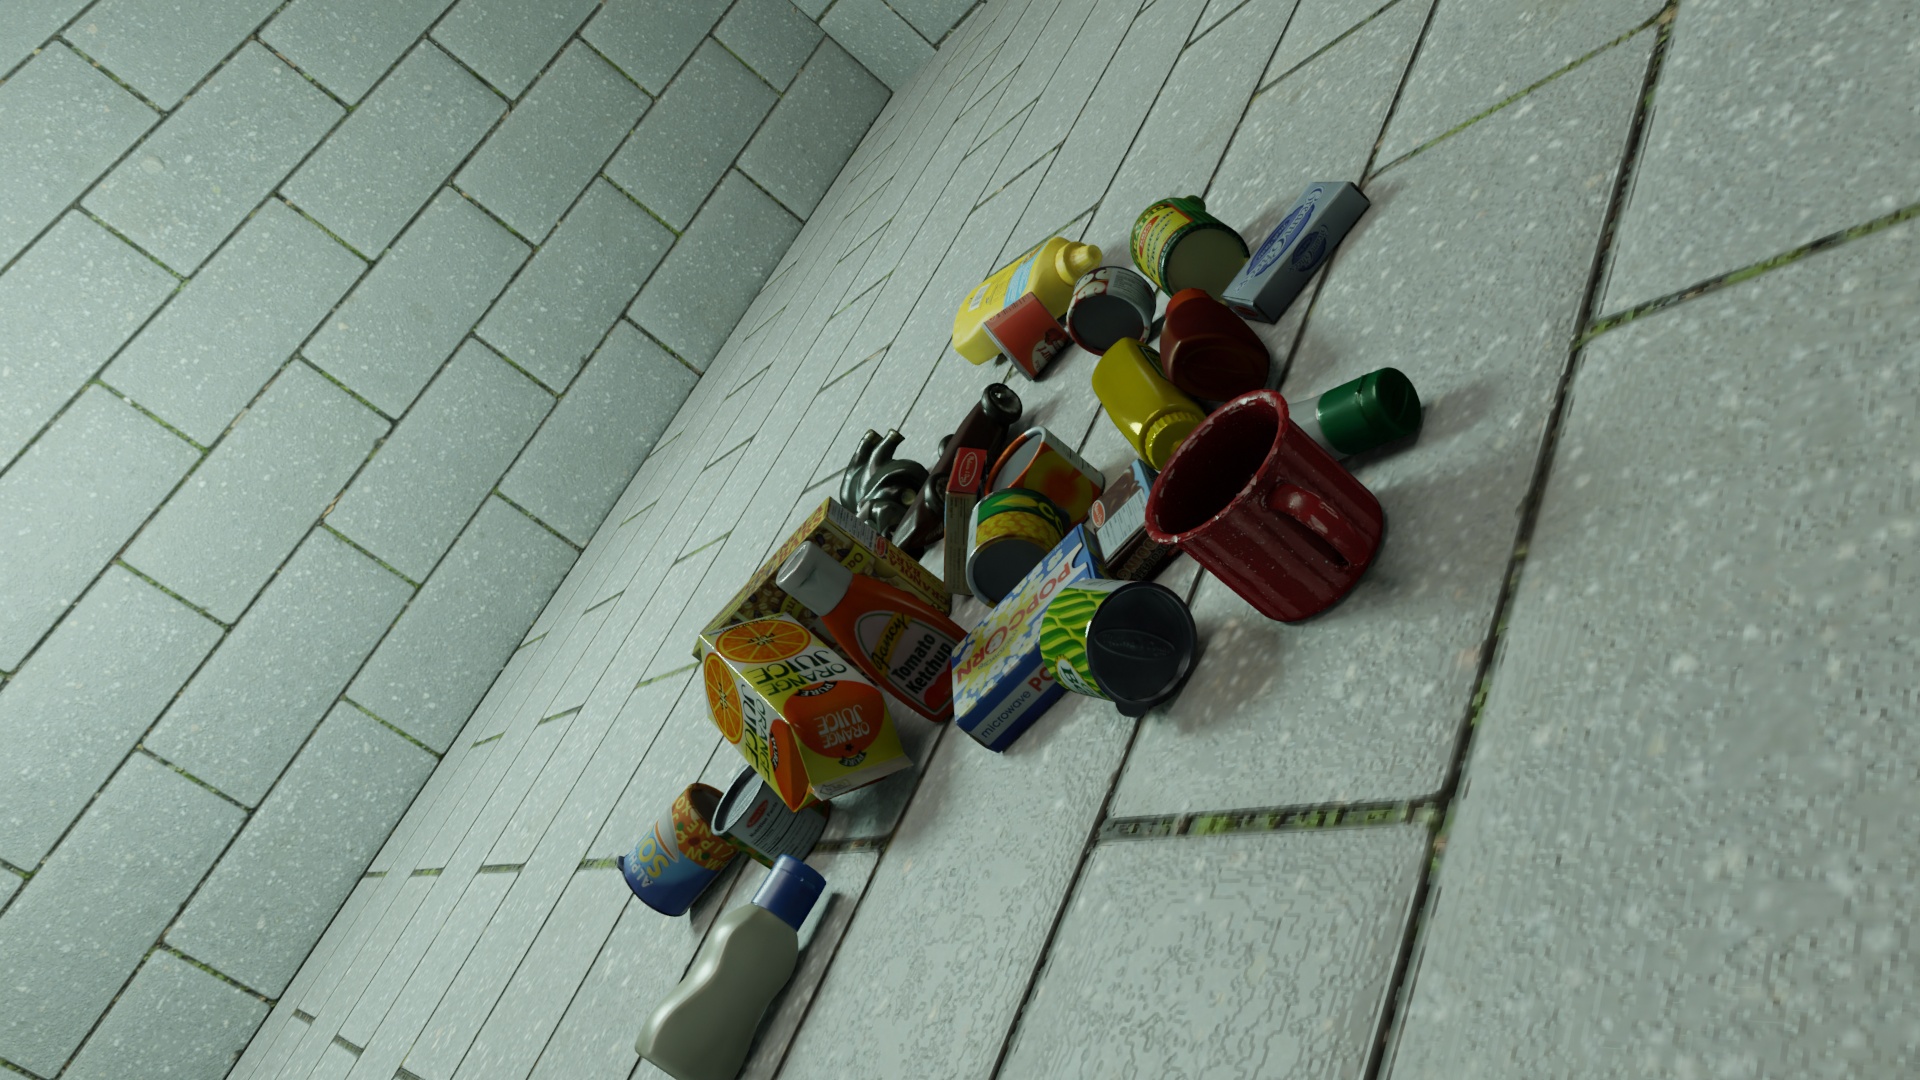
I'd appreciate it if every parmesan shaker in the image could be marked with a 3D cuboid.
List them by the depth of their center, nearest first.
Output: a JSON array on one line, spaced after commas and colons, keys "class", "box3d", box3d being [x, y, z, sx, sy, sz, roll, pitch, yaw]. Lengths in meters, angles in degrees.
[{"class": "parmesan shaker", "box3d": [0.169, -0.214, 1.023, 0.071, 0.071, 0.103, -48, 19, 13]}]

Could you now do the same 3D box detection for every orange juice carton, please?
[{"class": "orange juice carton", "box3d": [-0.110, 0.124, 0.970, 0.072, 0.072, 0.193, -15, 27, -29]}]

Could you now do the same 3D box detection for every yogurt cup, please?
[{"class": "yogurt cup", "box3d": [0.060, -0.183, 1.229, 0.054, 0.072, 0.072, -41, 21, 9]}]

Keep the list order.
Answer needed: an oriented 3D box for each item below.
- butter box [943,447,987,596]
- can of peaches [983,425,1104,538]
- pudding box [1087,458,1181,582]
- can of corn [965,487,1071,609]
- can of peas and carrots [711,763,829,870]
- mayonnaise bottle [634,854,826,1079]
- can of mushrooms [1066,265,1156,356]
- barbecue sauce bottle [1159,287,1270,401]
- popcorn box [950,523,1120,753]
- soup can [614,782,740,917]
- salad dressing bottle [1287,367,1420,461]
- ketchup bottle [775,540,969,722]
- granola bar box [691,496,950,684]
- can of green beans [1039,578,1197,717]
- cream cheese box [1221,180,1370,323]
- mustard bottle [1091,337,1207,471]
[{"class": "butter box", "box3d": [0.004, -0.013, 1.024, 0.053, 0.024, 0.103, -75, -10, -47]}, {"class": "can of peaches", "box3d": [0.057, -0.037, 0.981, 0.071, 0.058, 0.071, -44, 21, 21]}, {"class": "pudding box", "box3d": [0.110, -0.011, 0.856, 0.049, 0.030, 0.084, -47, 19, 18]}, {"class": "can of corn", "box3d": [0.040, 0.006, 0.935, 0.071, 0.071, 0.058, -43, 22, 26]}, {"class": "can of peas and carrots", "box3d": [-0.138, 0.198, 1.006, 0.070, 0.058, 0.071, -45, 20, 21]}, {"class": "mayonnaise bottle", "box3d": [-0.139, 0.271, 0.878, 0.041, 0.064, 0.149, -14, 38, 57]}, {"class": "can of mushrooms", "box3d": [0.116, -0.176, 1.082, 0.070, 0.071, 0.034, -35, 27, 41]}, {"class": "barbecue sauce bottle", "box3d": [0.161, -0.133, 0.916, 0.149, 0.065, 0.043, -85, 4, -67]}, {"class": "popcorn box", "box3d": [0.048, 0.060, 0.858, 0.126, 0.038, 0.085, -46, 19, 18]}, {"class": "soup can", "box3d": [-0.217, 0.241, 1.091, 0.083, 0.071, 0.071, -49, 19, 9]}, {"class": "salad dressing bottle", "box3d": [0.178, -0.052, 0.754, 0.147, 0.044, 0.064, -24, 33, 52]}, {"class": "ketchup bottle", "box3d": [-0.054, 0.057, 0.929, 0.064, 0.148, 0.043, -51, 17, 4]}, {"class": "granola bar box", "box3d": [-0.108, 0.064, 1.075, 0.165, 0.124, 0.039, -45, 19, 21]}, {"class": "can of green beans", "box3d": [0.084, 0.054, 0.745, 0.071, 0.071, 0.058, -57, 19, -13]}, {"class": "cream cheese box", "box3d": [0.223, -0.195, 0.933, 0.104, 0.024, 0.053, -51, 19, 2]}, {"class": "mustard bottle", "box3d": [0.129, -0.079, 0.890, 0.048, 0.065, 0.161, -51, 24, 18]}]
